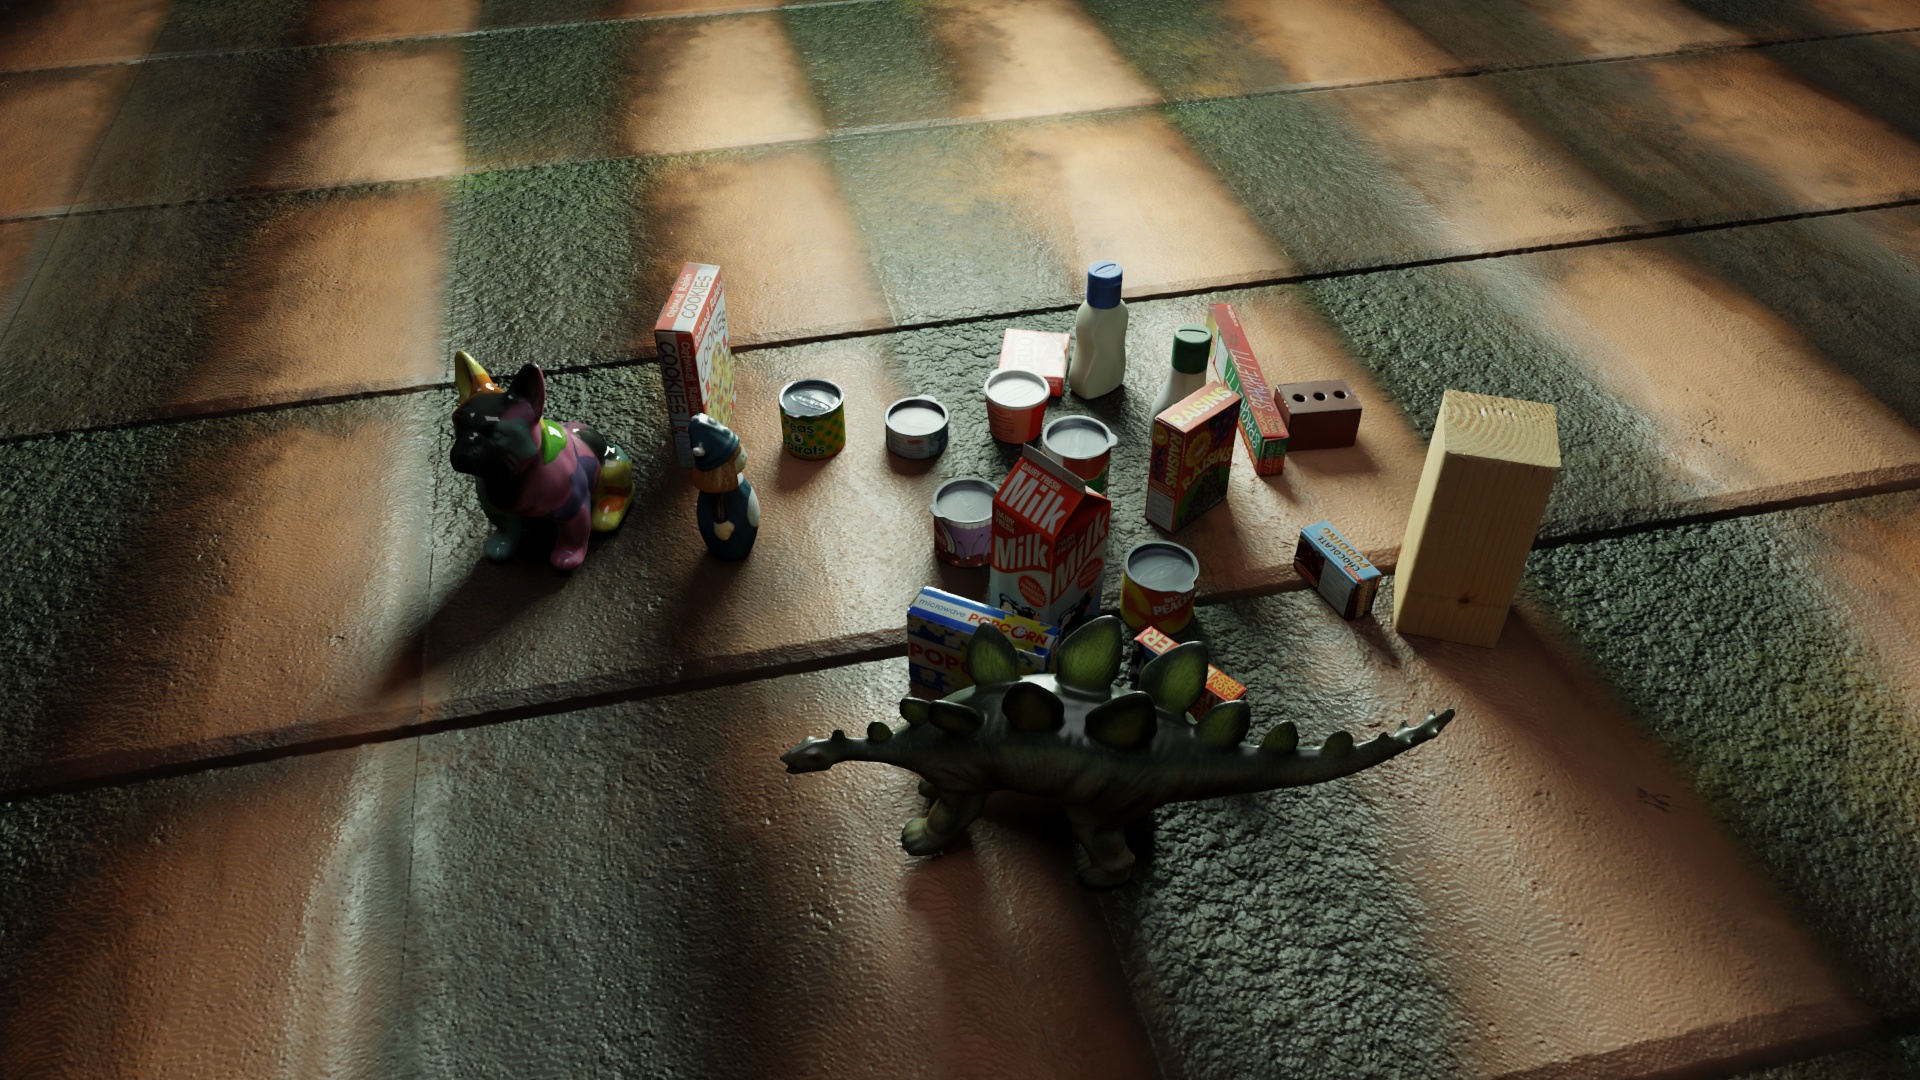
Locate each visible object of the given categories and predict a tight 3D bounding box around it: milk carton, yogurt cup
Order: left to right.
[{"bbox_3d":[0.058,-0.137,1.440,0.072,0.053,0.073,0,42,0],"label":"yogurt cup"},{"bbox_3d":[0.075,0.007,1.176,0.074,0.189,0.072,-33,51,-31],"label":"milk carton"}]

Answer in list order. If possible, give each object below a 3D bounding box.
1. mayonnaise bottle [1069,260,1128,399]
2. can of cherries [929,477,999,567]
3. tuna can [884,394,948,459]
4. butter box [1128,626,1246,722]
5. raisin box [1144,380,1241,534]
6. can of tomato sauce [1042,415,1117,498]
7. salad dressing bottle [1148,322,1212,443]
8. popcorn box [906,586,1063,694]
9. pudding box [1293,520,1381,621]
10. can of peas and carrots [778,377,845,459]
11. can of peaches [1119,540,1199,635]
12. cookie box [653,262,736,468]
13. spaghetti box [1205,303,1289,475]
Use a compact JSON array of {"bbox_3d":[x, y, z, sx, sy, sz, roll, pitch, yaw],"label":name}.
[{"bbox_3d":[0.148,-0.223,1.466,0.065,0.147,0.041,-28,49,-28],"label":"mayonnaise bottle"},{"bbox_3d":[0.005,-0.016,1.301,0.071,0.058,0.072,0,42,0],"label":"can of cherries"},{"bbox_3d":[-0.044,-0.117,1.433,0.071,0.032,0.071,0,42,0],"label":"tuna can"},{"bbox_3d":[0.188,0.120,1.152,0.104,0.052,0.024,34,52,32],"label":"butter box"},{"bbox_3d":[0.221,-0.079,1.323,0.086,0.122,0.040,-31,50,-30],"label":"raisin box"},{"bbox_3d":[0.113,-0.068,1.340,0.071,0.082,0.071,0,42,0],"label":"can of tomato sauce"},{"bbox_3d":[0.223,-0.145,1.380,0.064,0.146,0.044,5,42,6],"label":"salad dressing bottle"},{"bbox_3d":[0.019,0.095,1.155,0.127,0.084,0.038,17,44,18],"label":"popcorn box"},{"bbox_3d":[0.340,0.026,1.260,0.030,0.049,0.084,-18,45,-19],"label":"pudding box"},{"bbox_3d":[-0.152,-0.123,1.420,0.071,0.058,0.071,0,42,0],"label":"can of peas and carrots"},{"bbox_3d":[0.177,0.044,1.233,0.071,0.057,0.071,0,42,0],"label":"can of peaches"},{"bbox_3d":[-0.265,-0.175,1.397,0.040,0.166,0.123,3,42,4],"label":"cookie box"},{"bbox_3d":[0.300,-0.164,1.474,0.029,0.049,0.251,-3,42,-4],"label":"spaghetti box"}]
